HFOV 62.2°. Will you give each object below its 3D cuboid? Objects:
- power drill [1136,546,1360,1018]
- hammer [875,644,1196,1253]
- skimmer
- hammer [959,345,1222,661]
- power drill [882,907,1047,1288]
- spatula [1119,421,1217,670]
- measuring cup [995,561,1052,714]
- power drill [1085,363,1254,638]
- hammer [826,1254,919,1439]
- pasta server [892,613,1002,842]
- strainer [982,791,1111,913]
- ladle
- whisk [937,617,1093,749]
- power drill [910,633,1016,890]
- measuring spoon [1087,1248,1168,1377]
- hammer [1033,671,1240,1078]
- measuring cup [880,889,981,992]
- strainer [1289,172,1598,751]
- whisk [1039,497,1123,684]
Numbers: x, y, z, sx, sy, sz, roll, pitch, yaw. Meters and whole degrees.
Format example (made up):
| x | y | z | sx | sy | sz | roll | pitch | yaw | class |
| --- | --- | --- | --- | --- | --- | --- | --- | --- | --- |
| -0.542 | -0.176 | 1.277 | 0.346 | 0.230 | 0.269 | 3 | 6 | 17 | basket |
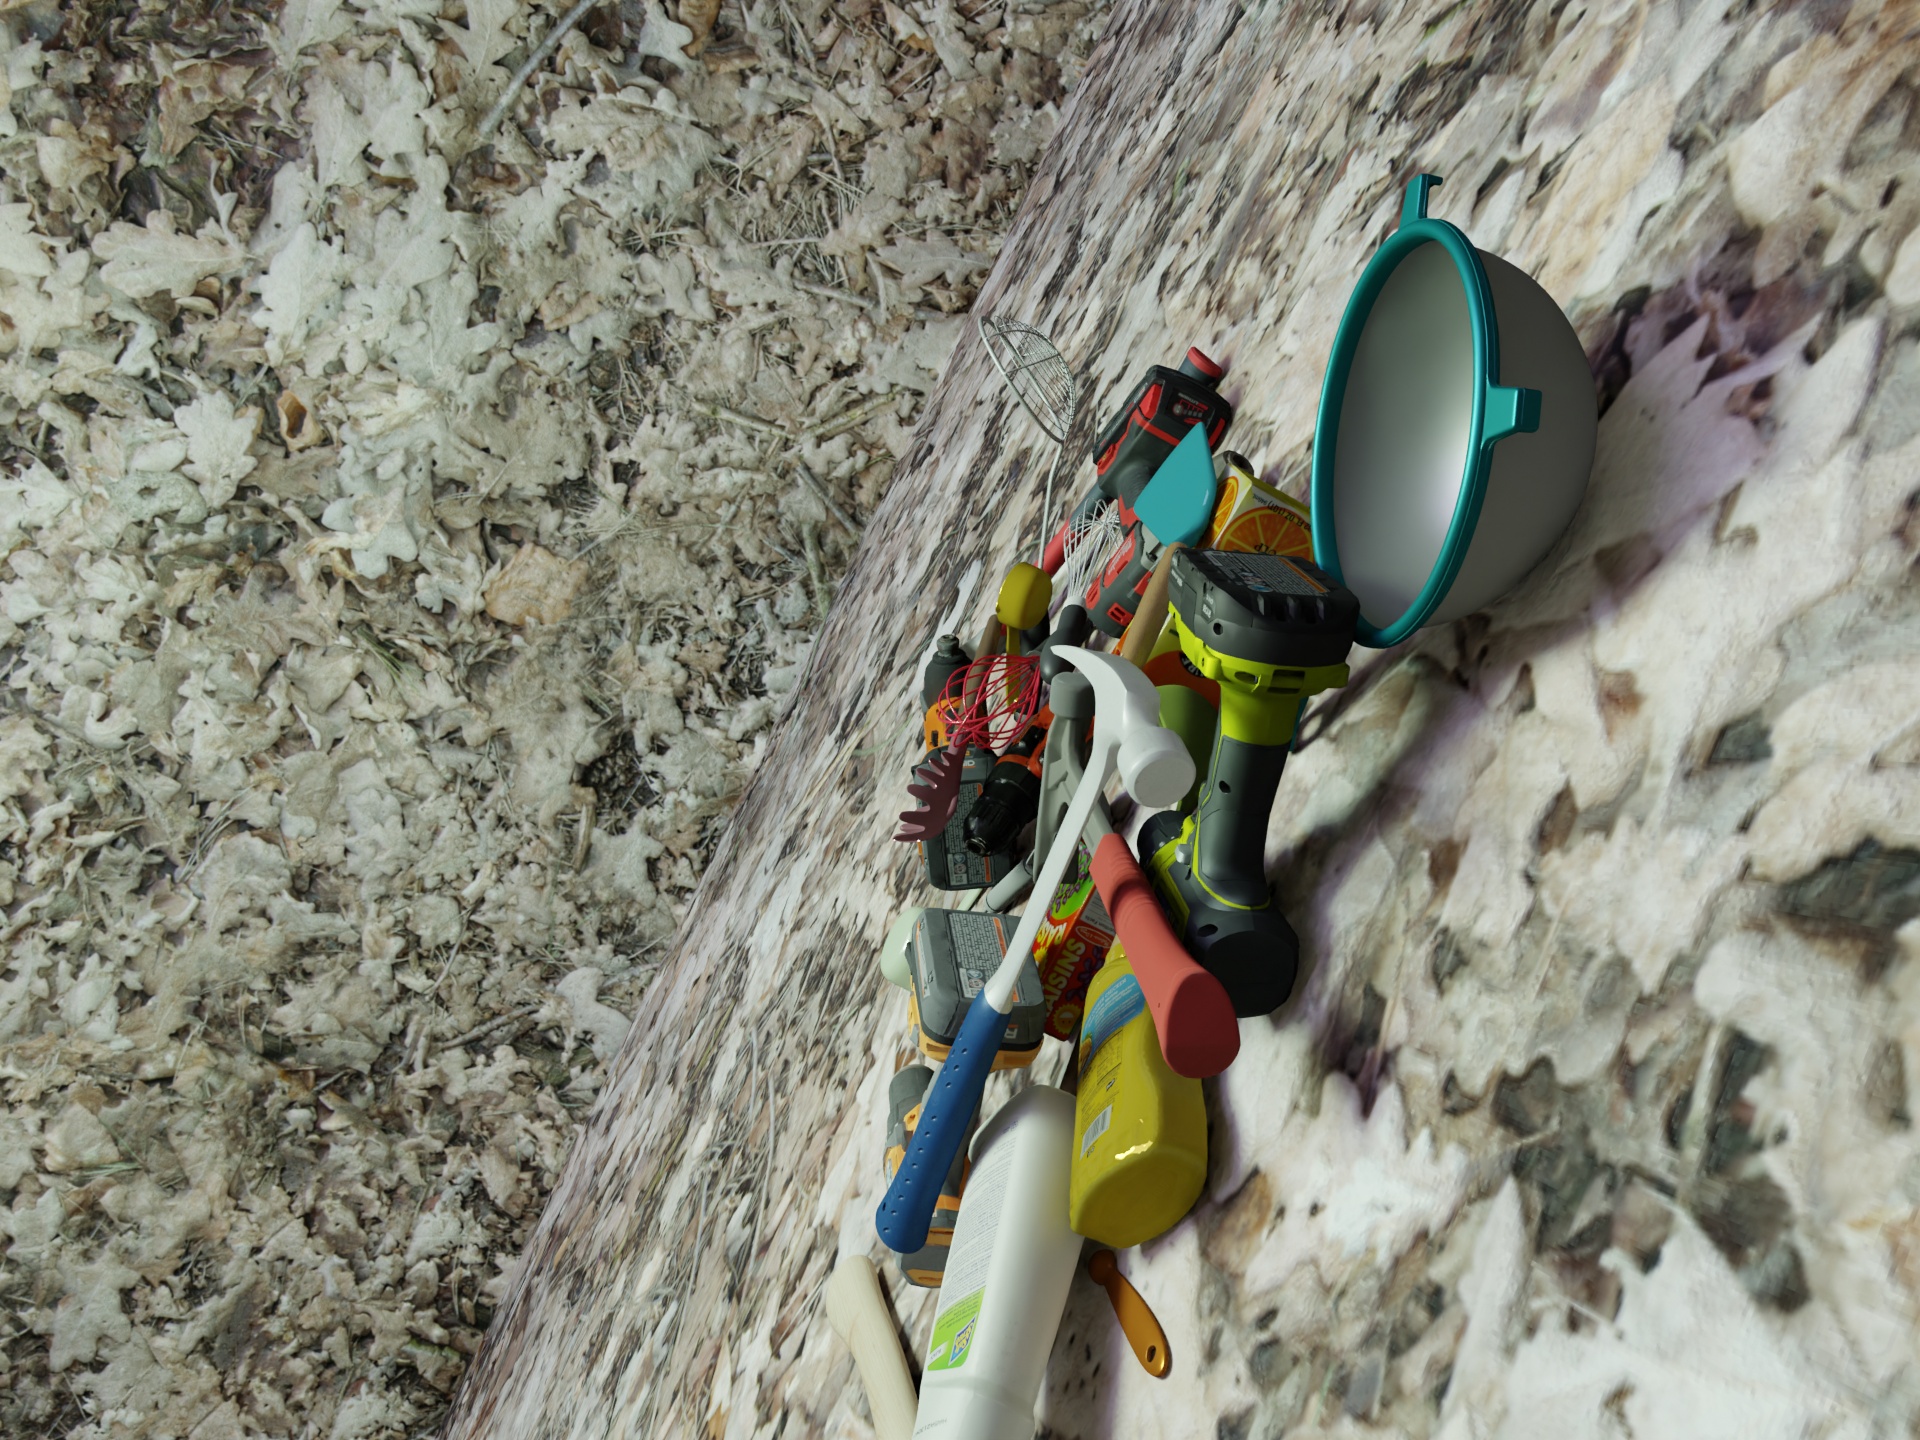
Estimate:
| x | y | z | sx | sy | sz | roll | pitch | yaw | class |
| --- | --- | --- | --- | --- | --- | --- | --- | --- | --- |
| 0.146 | 0.025 | 0.883 | 0.191 | 0.080 | 0.228 | -107 | 22 | -70 | power drill |
| 0.025 | 0.143 | 0.890 | 0.144 | 0.035 | 0.405 | -108 | 33 | -55 | hammer |
| 0.046 | -0.173 | 1.421 | 0.127 | 0.090 | 0.363 | -69 | -15 | -69 | skimmer |
| 0.112 | -0.190 | 1.510 | 0.386 | 0.038 | 0.143 | -52 | -9 | 30 | hammer |
| -0.009 | 0.237 | 1.078 | 0.185 | 0.084 | 0.226 | -104 | 23 | -63 | power drill |
| 0.122 | -0.101 | 0.996 | 0.082 | 0.044 | 0.318 | -51 | 5 | 31 | spatula |
| 0.057 | -0.066 | 1.395 | 0.062 | 0.029 | 0.156 | -42 | -37 | -42 | measuring cup |
| 0.174 | -0.195 | 1.303 | 0.187 | 0.080 | 0.227 | -52 | 21 | 42 | power drill |
| -0.036 | 0.435 | 1.009 | 0.146 | 0.038 | 0.411 | -62 | 13 | 1 | hammer |
| -0.002 | -0.004 | 1.314 | 0.316 | 0.040 | 0.060 | -73 | -1 | -54 | pasta server |
| 0.064 | 0.108 | 1.229 | 0.087 | 0.050 | 0.258 | -41 | -6 | -30 | strainer |
| 0.099 | 0.130 | 1.026 | 0.078 | 0.062 | 0.320 | 49 | -119 | -75 | ladle |
| 0.056 | -0.041 | 1.324 | 0.073 | 0.073 | 0.296 | -56 | -9 | 29 | whisk |
| -0.002 | 0.031 | 1.406 | 0.227 | 0.084 | 0.164 | -96 | 0 | -65 | power drill |
| 0.086 | 0.309 | 0.834 | 0.021 | 0.011 | 0.117 | -63 | 14 | 3 | measuring spoon |
| 0.088 | 0.098 | 0.891 | 0.359 | 0.036 | 0.149 | -109 | 21 | -69 | hammer |
| -0.023 | 0.176 | 1.427 | 0.167 | 0.038 | 0.083 | -56 | 16 | 34 | measuring cup |
| 0.248 | -0.096 | 0.846 | 0.340 | 0.095 | 0.211 | 100 | 170 | -48 | strainer |
| 0.105 | -0.108 | 1.358 | 0.070 | 0.070 | 0.285 | -54 | 8 | 36 | whisk |
